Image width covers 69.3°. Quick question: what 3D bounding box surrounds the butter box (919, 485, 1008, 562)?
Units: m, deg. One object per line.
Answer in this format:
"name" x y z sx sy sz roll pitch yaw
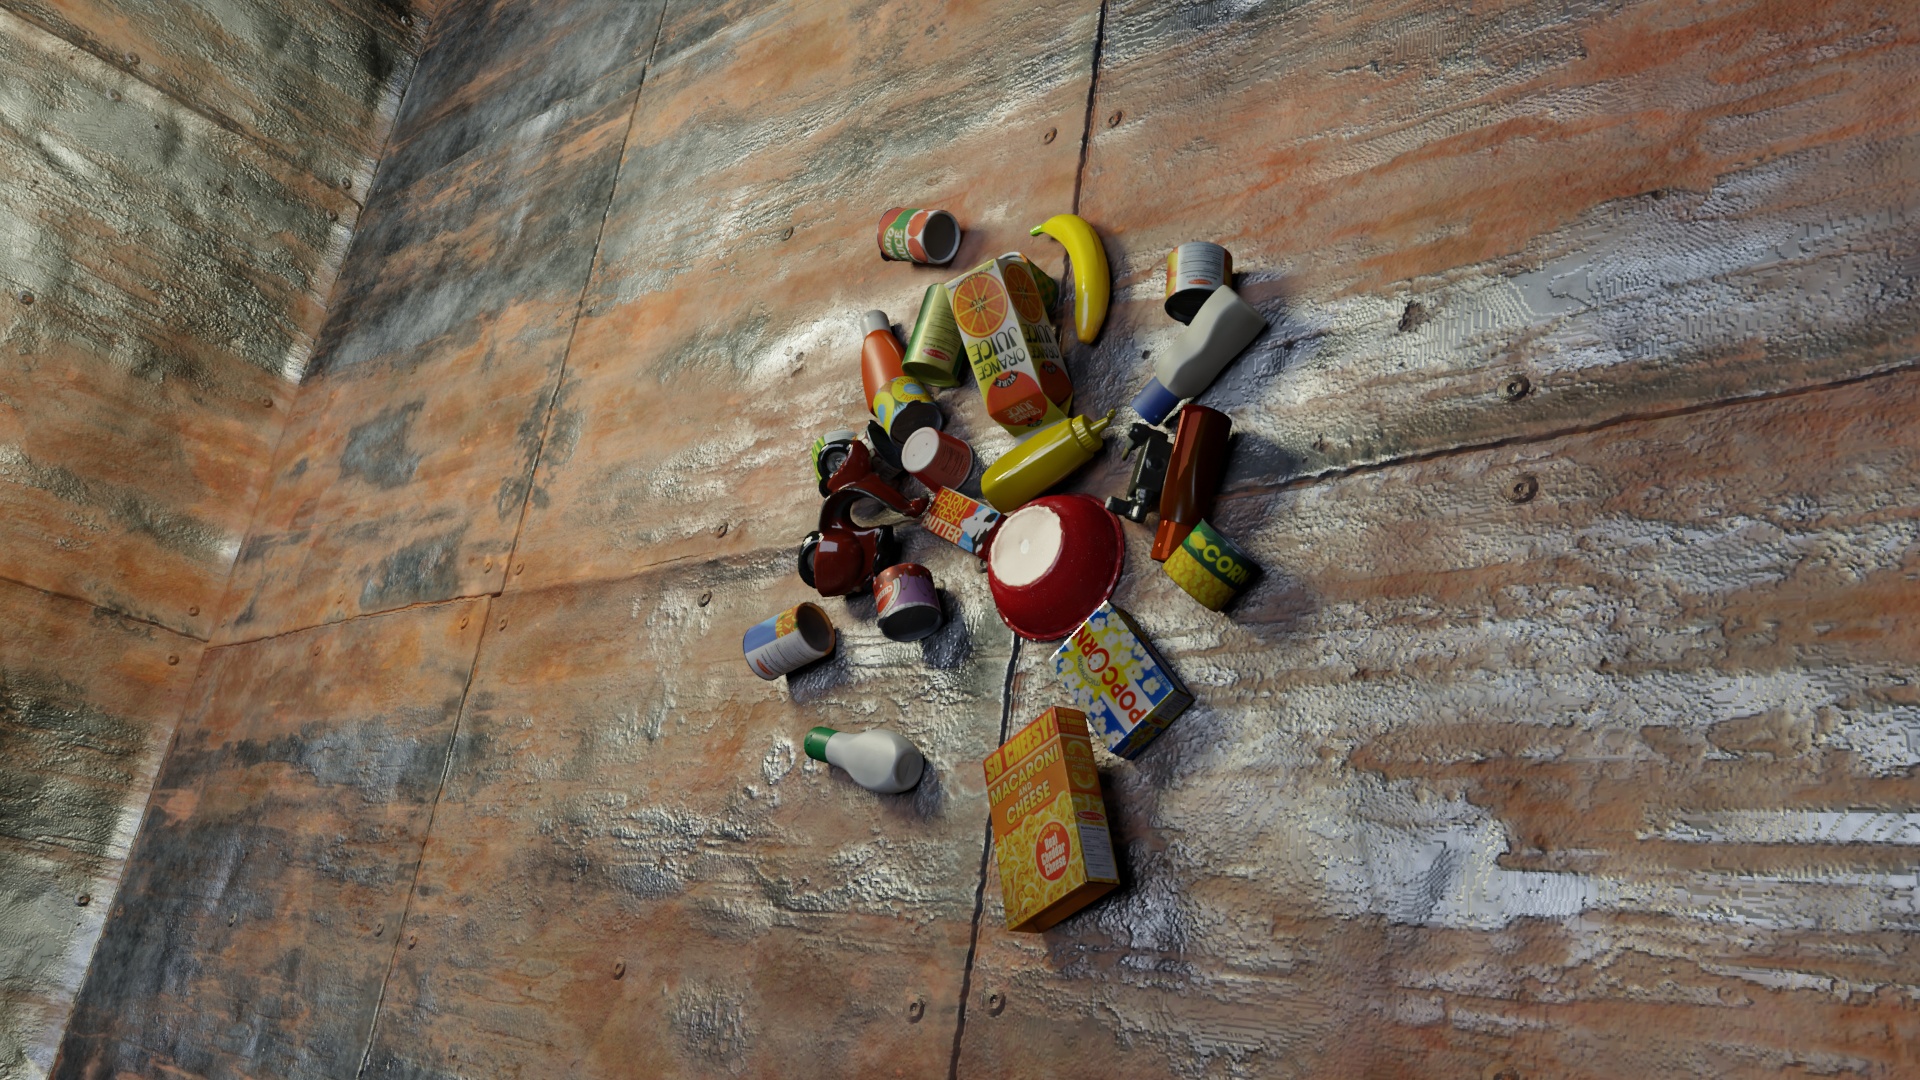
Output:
"butter box" 0.005 -0.019 1.495 0.103 0.024 0.053 27 86 46

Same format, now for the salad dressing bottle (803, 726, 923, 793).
"salad dressing bottle" -0.104 0.224 1.450 0.147 0.044 0.064 7 75 44

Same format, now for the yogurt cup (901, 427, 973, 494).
"yogurt cup" -0.028 -0.091 1.542 0.072 0.054 0.072 -20 57 34

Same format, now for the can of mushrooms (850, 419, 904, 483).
"can of mushrooms" -0.096 -0.102 1.598 0.033 0.071 0.071 -38 48 23

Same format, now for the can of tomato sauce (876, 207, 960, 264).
"can of tomato sauce" -0.052 -0.373 1.704 0.083 0.071 0.071 16 79 44

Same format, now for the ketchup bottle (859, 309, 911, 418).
"ketchup bottle" -0.092 -0.216 1.673 0.064 0.043 0.149 -34 49 23

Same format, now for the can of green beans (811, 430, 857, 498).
"can of green beans" -0.139 -0.087 1.629 0.071 0.071 0.058 -36 48 23

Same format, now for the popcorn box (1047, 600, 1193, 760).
"popcorn box" 0.146 0.128 1.282 0.085 0.038 0.127 -48 45 14

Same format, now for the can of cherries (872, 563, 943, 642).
"can of cherries" -0.059 0.065 1.473 0.071 0.071 0.058 -34 49 24

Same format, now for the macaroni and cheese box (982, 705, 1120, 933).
"macaroni and cheese box" 0.078 0.252 1.251 0.123 0.040 0.167 -45 42 42

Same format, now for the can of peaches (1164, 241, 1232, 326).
"can of peaches" 0.238 -0.256 1.388 0.071 0.071 0.058 -12 61 37

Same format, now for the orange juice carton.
"orange juice carton" 0.058 -0.197 1.479 0.071 0.073 0.192 -22 84 32

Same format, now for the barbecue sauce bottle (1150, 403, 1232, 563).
"barbecue sauce bottle" 0.214 -0.050 1.303 0.043 0.065 0.148 13 86 33

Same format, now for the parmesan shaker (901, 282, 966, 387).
"parmesan shaker" -0.020 -0.236 1.607 0.071 0.071 0.103 2 69 42

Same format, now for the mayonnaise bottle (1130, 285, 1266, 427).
"mayonnaise bottle" 0.228 -0.177 1.357 0.147 0.064 0.041 -48 46 16

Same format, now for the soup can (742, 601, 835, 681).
"soup can" -0.193 0.112 1.573 0.083 0.071 0.071 -26 53 29

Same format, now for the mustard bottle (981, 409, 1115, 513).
"mustard bottle" 0.095 -0.087 1.428 0.160 0.048 0.065 -31 22 23

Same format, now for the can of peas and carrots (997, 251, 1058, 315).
"can of peas and carrots" 0.066 -0.279 1.555 0.071 0.058 0.071 -21 56 34

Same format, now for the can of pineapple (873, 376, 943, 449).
"can of pineapple" -0.060 -0.148 1.590 0.071 0.071 0.058 -45 45 14

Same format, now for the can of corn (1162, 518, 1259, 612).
"can of corn" 0.225 0.024 1.246 0.058 0.071 0.071 -51 45 10
